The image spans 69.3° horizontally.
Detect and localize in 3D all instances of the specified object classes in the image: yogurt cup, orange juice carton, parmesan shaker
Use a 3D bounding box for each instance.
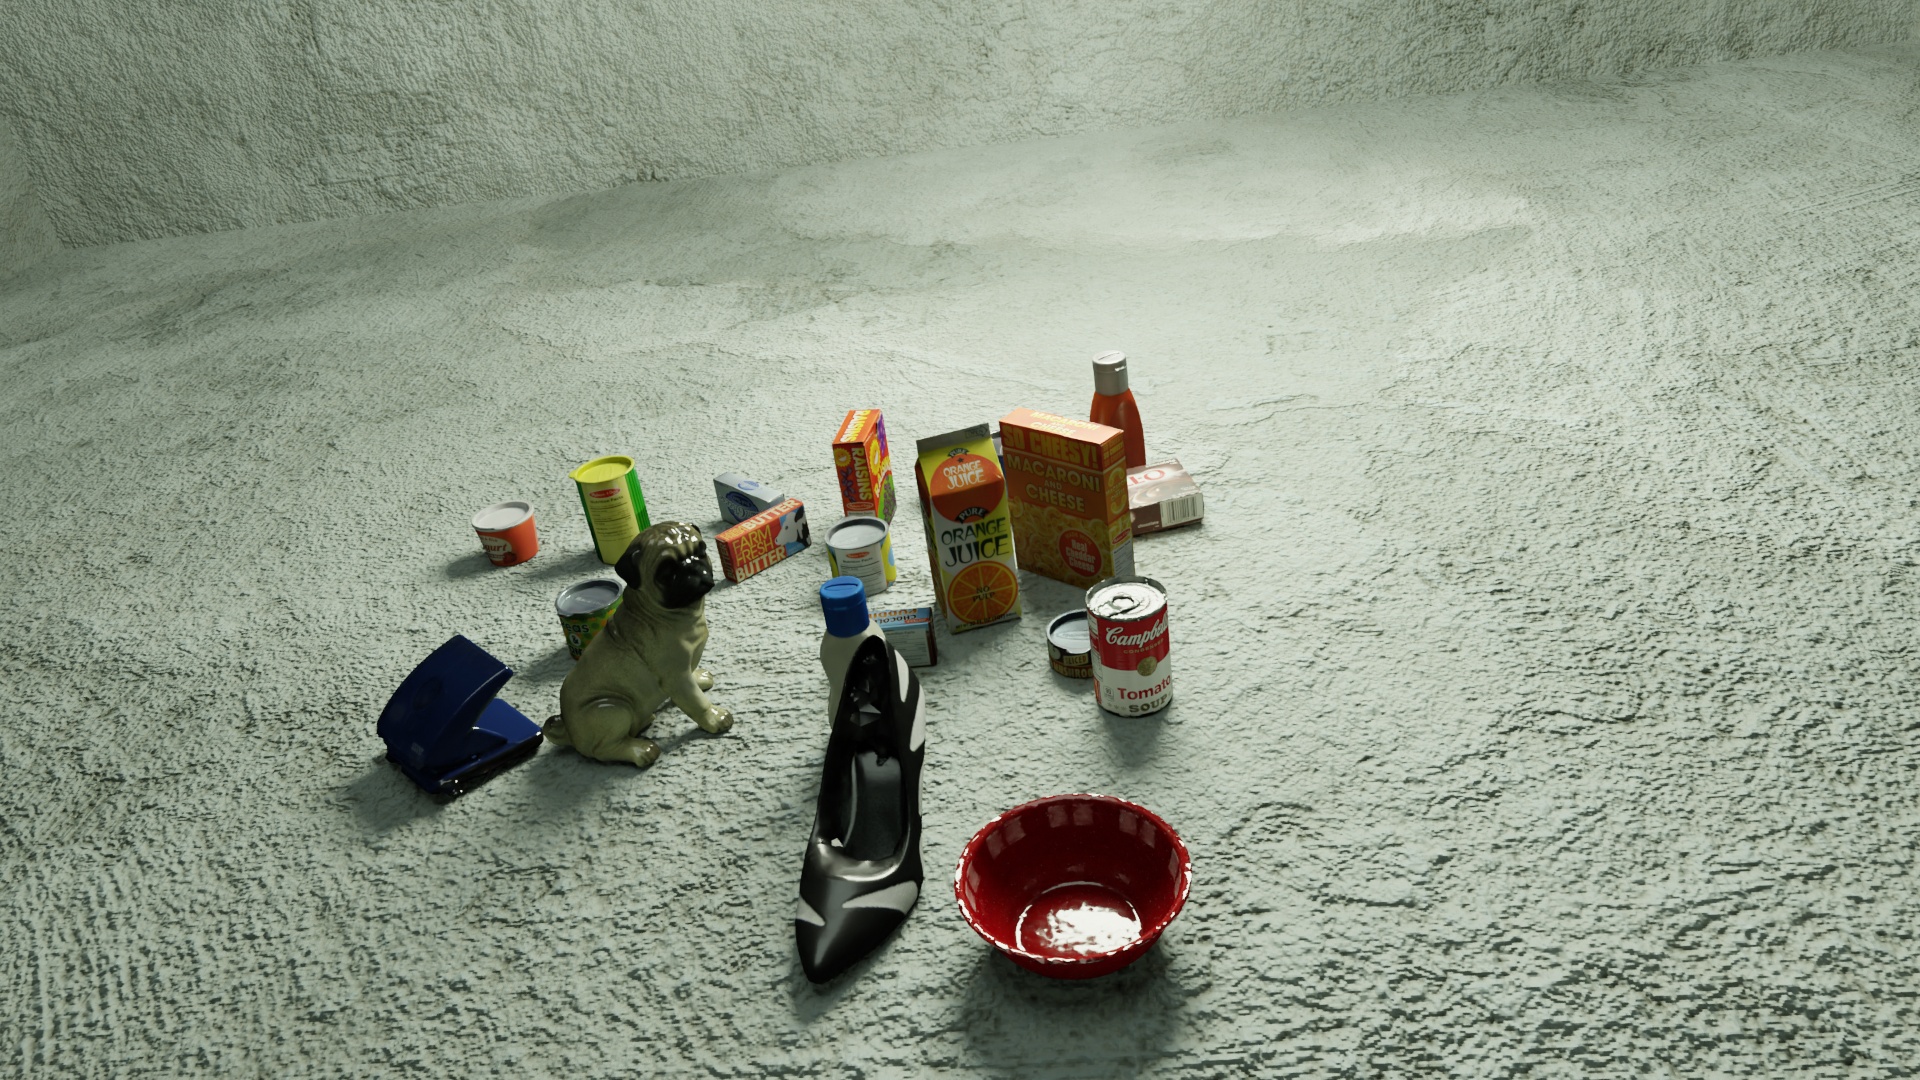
[{"bbox_3d":[-0.506,-0.007,1.556,0.072,0.053,0.073,-6,29,4],"label":"yogurt cup"},{"bbox_3d":[0.005,-0.016,1.300,0.072,0.191,0.073,-13,29,-9],"label":"orange juice carton"},{"bbox_3d":[-0.380,-0.033,1.520,0.071,0.102,0.071,-6,29,4],"label":"parmesan shaker"}]

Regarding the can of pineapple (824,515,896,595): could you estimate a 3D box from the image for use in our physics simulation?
[{"bbox_3d":[-0.101,0.015,1.409,0.071,0.057,0.071,-6,29,4],"label":"can of pineapple"}]

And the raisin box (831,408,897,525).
[{"bbox_3d":[-0.102,-0.069,1.492,0.040,0.122,0.086,-2,29,12],"label":"raisin box"}]

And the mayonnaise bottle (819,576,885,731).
[{"bbox_3d":[-0.087,0.101,1.159,0.065,0.147,0.041,-5,29,6],"label":"mayonnaise bottle"}]

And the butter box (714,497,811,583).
[{"bbox_3d":[-0.207,0.000,1.469,0.104,0.053,0.024,-29,35,-33],"label":"butter box"}]

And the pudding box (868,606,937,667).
[{"bbox_3d":[-0.065,0.091,1.272,0.084,0.049,0.030,-6,29,4],"label":"pudding box"}]

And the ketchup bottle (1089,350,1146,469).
[{"bbox_3d":[0.168,-0.131,1.509,0.065,0.148,0.043,-23,32,-25],"label":"ketchup bottle"}]

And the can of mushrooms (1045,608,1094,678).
[{"bbox_3d":[0.110,0.093,1.240,0.071,0.033,0.071,-6,29,4],"label":"can of mushrooms"}]

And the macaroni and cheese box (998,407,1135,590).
[{"bbox_3d":[0.103,-0.038,1.340,0.124,0.165,0.040,17,37,38],"label":"macaroni and cheese box"}]

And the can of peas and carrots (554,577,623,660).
[{"bbox_3d":[-0.358,0.079,1.359,0.071,0.058,0.071,-6,29,4],"label":"can of peas and carrots"}]

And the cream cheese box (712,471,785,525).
[{"bbox_3d":[-0.231,-0.037,1.541,0.104,0.053,0.024,21,40,41],"label":"cream cheese box"}]

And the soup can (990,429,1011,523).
[{"bbox_3d":[0.056,-0.070,1.494,0.071,0.083,0.072,-6,29,4],"label":"soup can"}]
